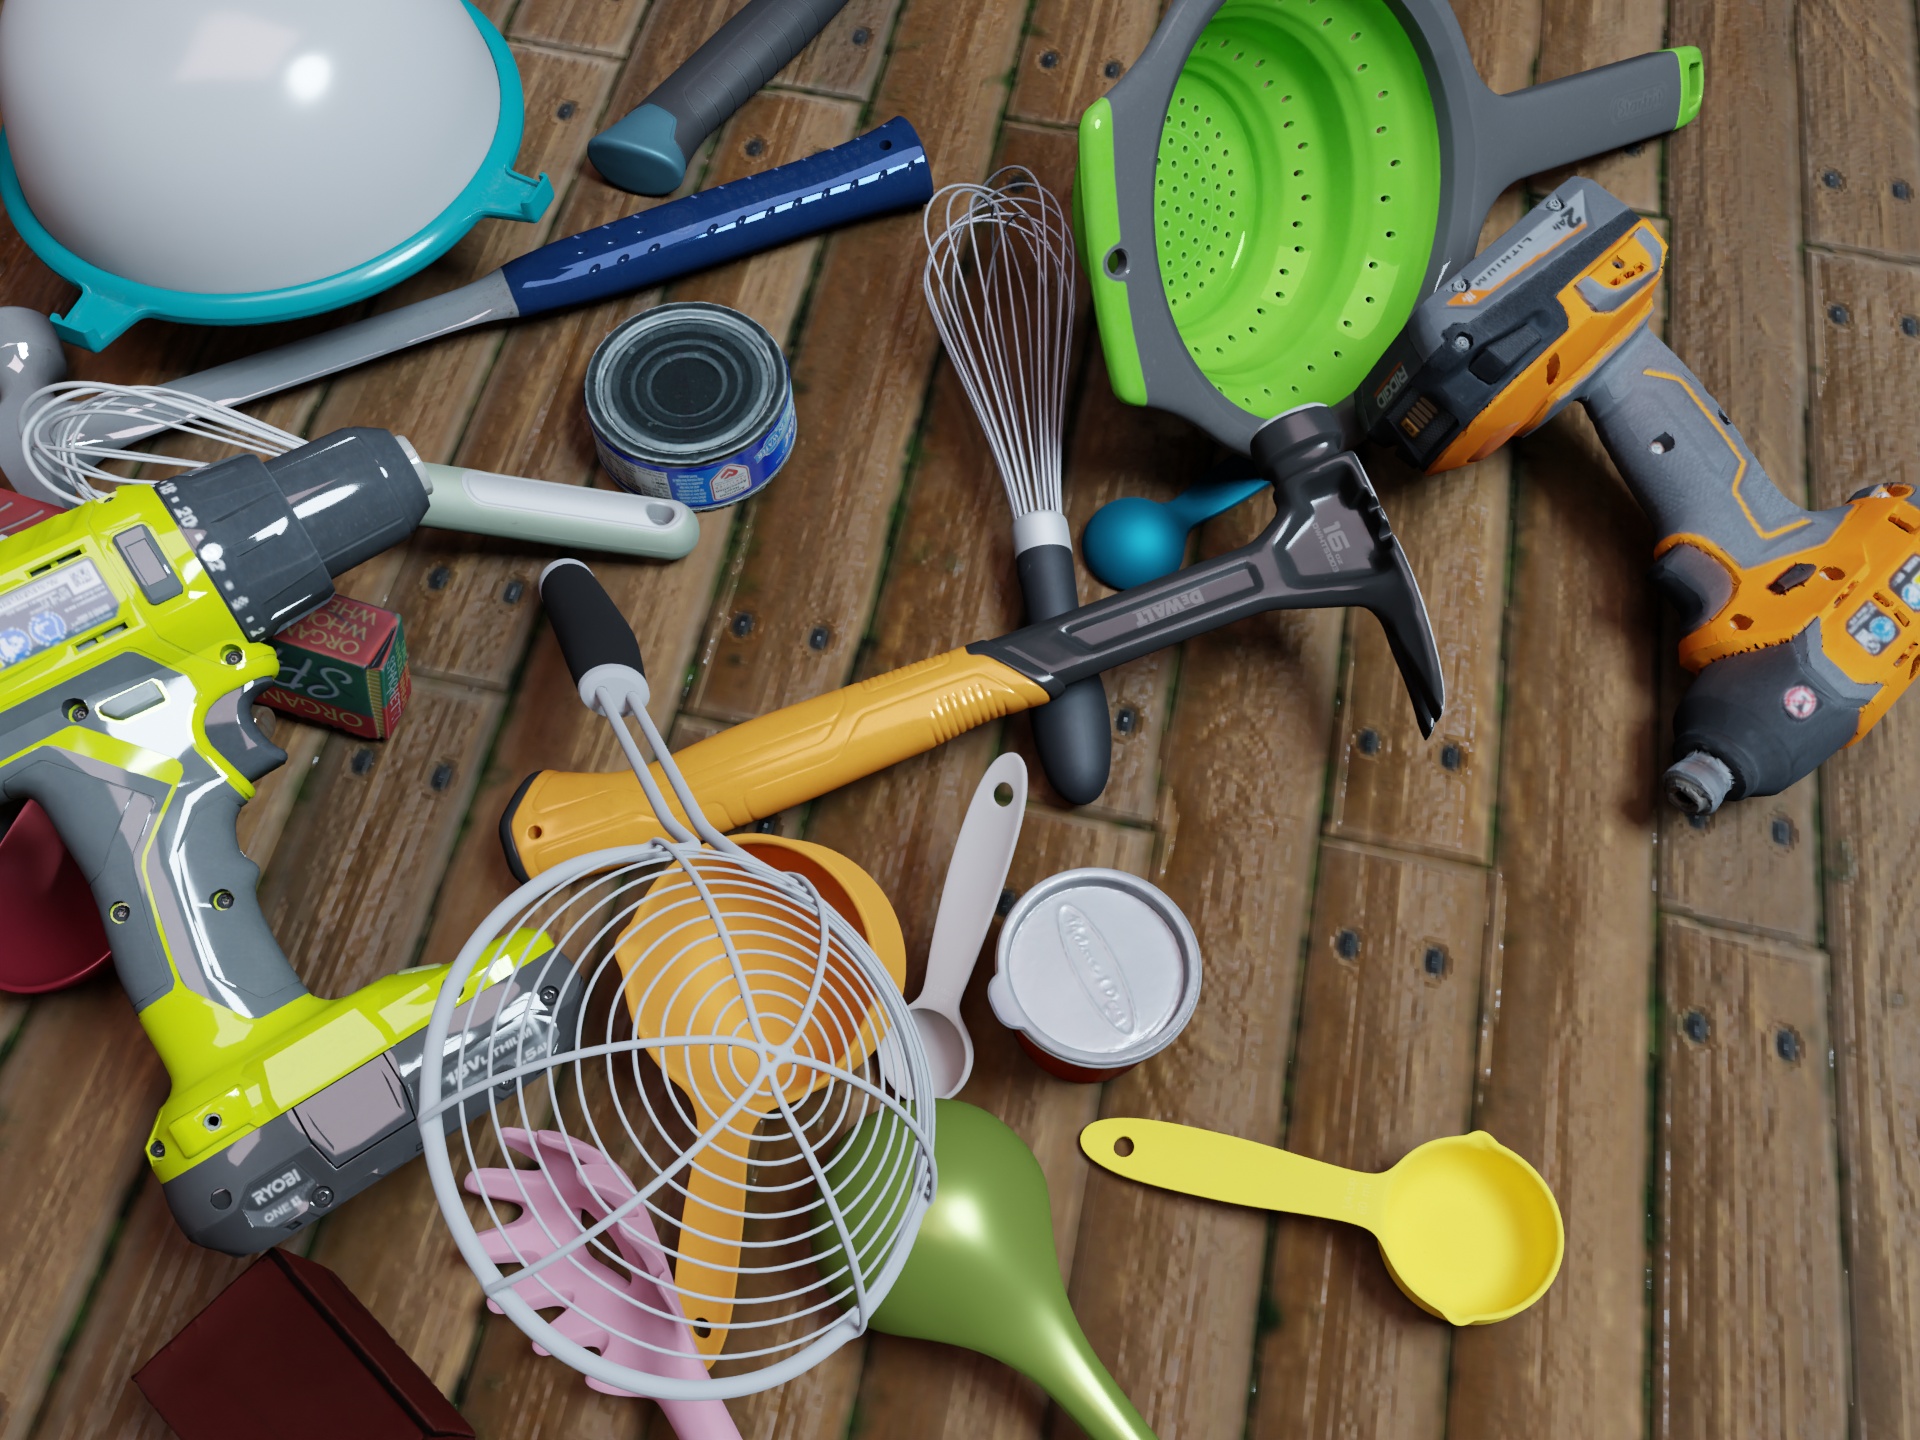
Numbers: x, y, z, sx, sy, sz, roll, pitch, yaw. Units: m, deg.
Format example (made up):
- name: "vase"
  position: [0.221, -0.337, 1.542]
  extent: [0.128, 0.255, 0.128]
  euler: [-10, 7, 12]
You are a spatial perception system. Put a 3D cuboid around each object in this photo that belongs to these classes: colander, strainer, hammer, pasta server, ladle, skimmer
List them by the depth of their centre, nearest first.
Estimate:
- name: "pasta server"
  position: [-0.053, 0.239, 0.440]
  extent: [0.316, 0.040, 0.060]
  euler: [47, 111, 33]
- name: "ladle"
  position: [0.072, 0.245, 0.480]
  extent: [0.078, 0.062, 0.320]
  euler: [-39, 77, -19]
- name: "skimmer"
  position: [-0.105, 0.038, 0.480]
  extent: [0.127, 0.364, 0.090]
  euler: [17, 104, -27]
- name: "hammer"
  position: [-0.001, -0.002, 0.570]
  extent: [0.337, 0.034, 0.127]
  euler: [-20, 72, 0]
- name: "ladle"
  position: [-0.367, -0.031, 0.611]
  extent: [0.069, 0.031, 0.316]
  euler: [-24, 65, -12]
- name: "strainer"
  position: [-0.313, -0.318, 0.650]
  extent: [0.211, 0.095, 0.341]
  euler: [-21, 67, -12]
- name: "hammer"
  position: [-0.201, -0.175, 0.680]
  extent: [0.405, 0.035, 0.144]
  euler: [-22, 66, -12]
- name: "colander"
  position: [0.177, -0.241, 0.687]
  extent: [0.397, 0.204, 0.095]
  euler: [-25, 28, -30]
- name: "hammer"
  position: [-0.060, -0.368, 0.780]
  extent: [0.128, 0.033, 0.331]
  euler: [32, 67, 13]

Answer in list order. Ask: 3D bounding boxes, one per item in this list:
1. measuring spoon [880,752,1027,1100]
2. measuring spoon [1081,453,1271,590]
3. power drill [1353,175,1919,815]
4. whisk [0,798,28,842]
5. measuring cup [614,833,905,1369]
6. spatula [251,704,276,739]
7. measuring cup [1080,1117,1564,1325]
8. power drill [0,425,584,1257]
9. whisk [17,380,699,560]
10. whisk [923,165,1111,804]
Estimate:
- name: "measuring spoon"
  position: [0.003, 0.071, 0.545]
  extent: [0.034, 0.018, 0.124]
  euler: [18, 93, 26]
- name: "measuring spoon"
  position: [0.105, -0.098, 0.654]
  extent: [0.128, 0.021, 0.042]
  euler: [-34, 69, -17]
- name: "power drill"
  position: [0.263, -0.080, 0.606]
  extent: [0.164, 0.084, 0.226]
  euler: [-41, 82, -19]
- name: "whisk"
  position: [-0.348, 0.082, 0.512]
  extent: [0.073, 0.073, 0.296]
  euler: [18, 74, 8]
- name: "measuring cup"
  position: [-0.068, 0.124, 0.532]
  extent: [0.095, 0.052, 0.173]
  euler: [7, 88, 15]
- name: "spatula"
  position: [-0.394, -0.007, 0.579]
  extent: [0.316, 0.018, 0.060]
  euler: [3, 68, 11]
- name: "measuring cup"
  position: [0.117, 0.159, 0.531]
  extent: [0.156, 0.029, 0.062]
  euler: [9, 63, 17]
- name: "power drill"
  position: [-0.218, 0.029, 0.507]
  extent: [0.190, 0.080, 0.228]
  euler: [-31, 92, -20]
- name: "whisk"
  position: [-0.223, -0.090, 0.607]
  extent: [0.246, 0.059, 0.058]
  euler: [7, 51, -16]
- name: "whisk"
  position: [0.027, -0.101, 0.640]
  extent: [0.070, 0.070, 0.285]
  euler: [-6, 69, -4]
